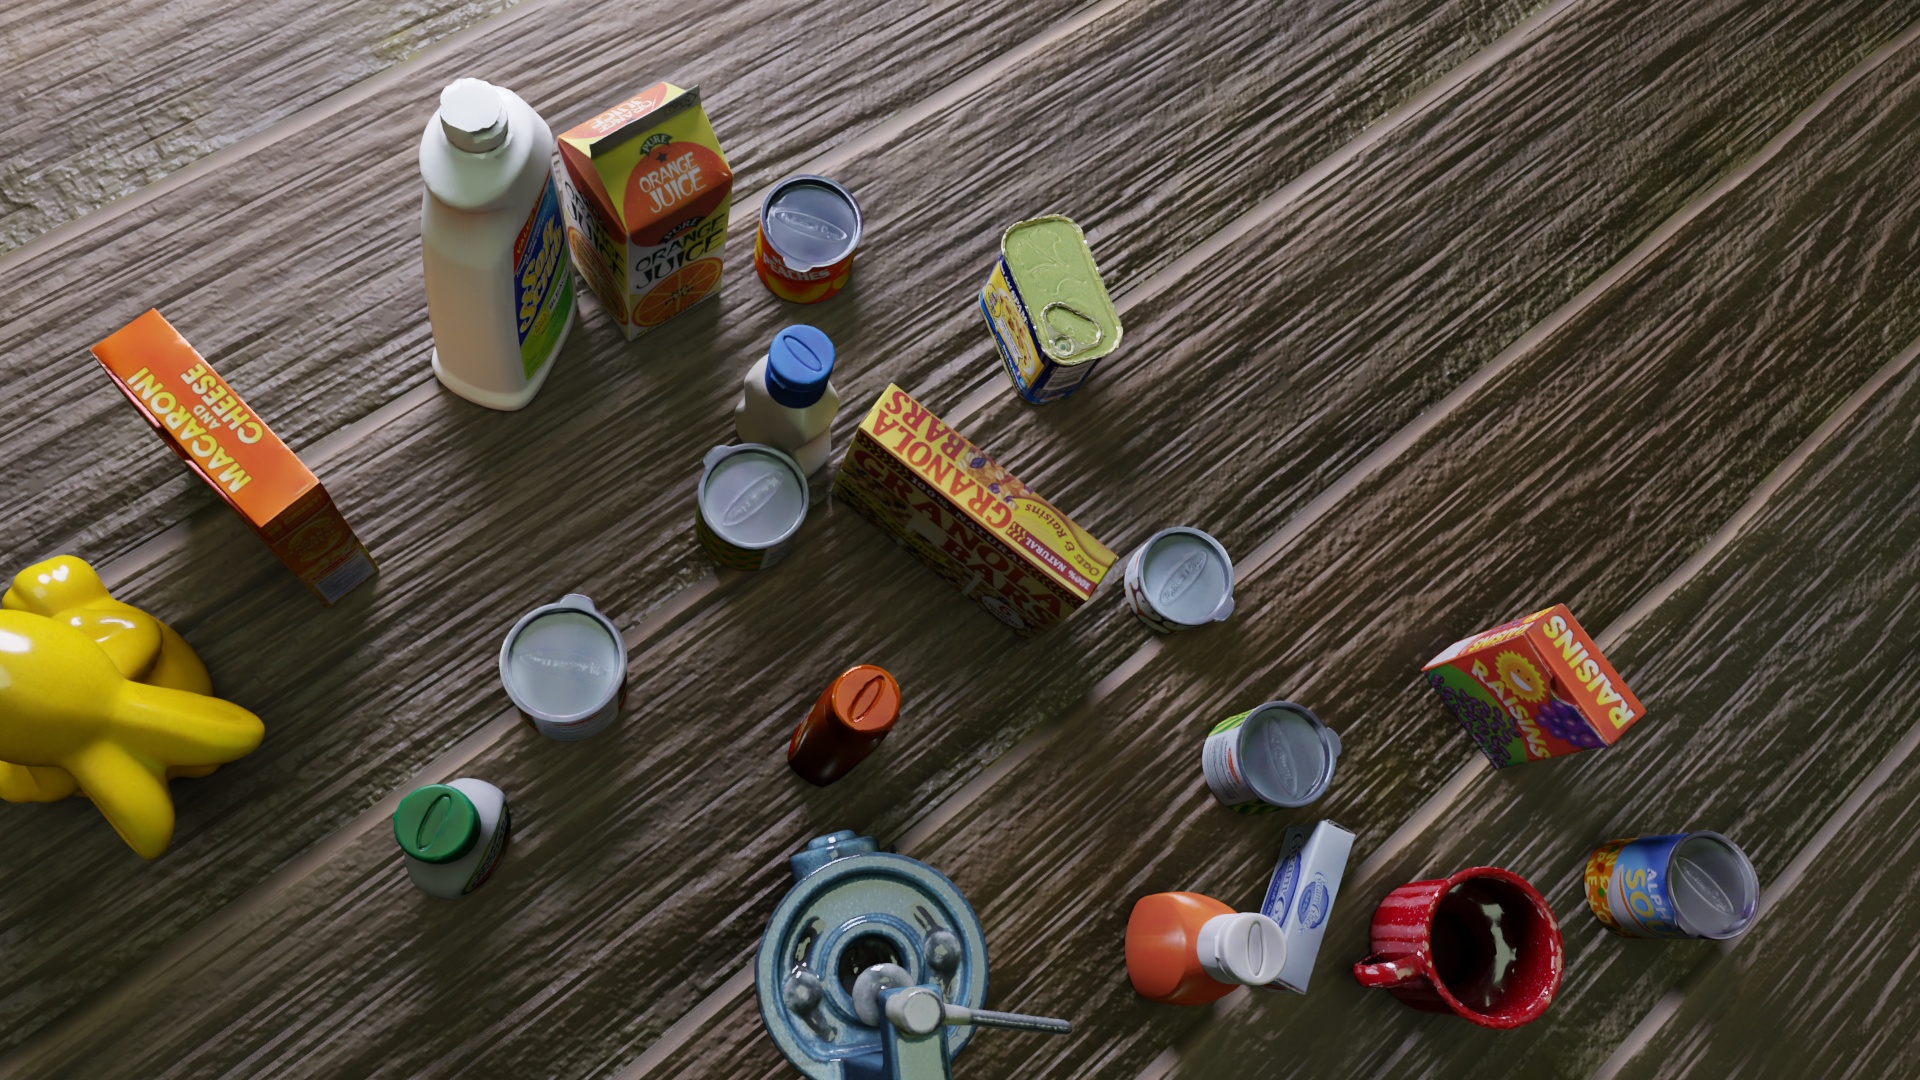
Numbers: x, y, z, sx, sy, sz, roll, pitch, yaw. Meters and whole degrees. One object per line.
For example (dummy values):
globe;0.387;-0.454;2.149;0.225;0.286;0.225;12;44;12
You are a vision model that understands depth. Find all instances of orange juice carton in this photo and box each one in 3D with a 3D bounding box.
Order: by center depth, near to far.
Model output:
orange juice carton;-0.186;-0.199;0.821;0.072;0.192;0.073;-35;84;-19

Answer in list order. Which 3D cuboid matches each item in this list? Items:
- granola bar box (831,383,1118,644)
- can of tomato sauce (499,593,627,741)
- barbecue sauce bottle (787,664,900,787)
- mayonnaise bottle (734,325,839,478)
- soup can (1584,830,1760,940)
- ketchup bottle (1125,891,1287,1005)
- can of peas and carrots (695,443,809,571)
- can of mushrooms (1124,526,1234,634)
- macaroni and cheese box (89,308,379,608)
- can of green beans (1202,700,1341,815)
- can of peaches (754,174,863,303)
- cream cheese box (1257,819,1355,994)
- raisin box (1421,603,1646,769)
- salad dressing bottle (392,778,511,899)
granola bar box;0.003;-0.011;0.845;0.165;0.124;0.039;37;70;0
can of tomato sauce;-0.223;0.074;0.789;0.071;0.083;0.071;4;73;-12
barbecue sauce bottle;-0.063;0.101;0.783;0.043;0.148;0.065;36;70;-1
mayonnaise bottle;-0.101;-0.082;0.830;0.065;0.147;0.041;44;70;2
soup can;0.457;0.226;0.900;0.071;0.083;0.071;4;73;-12
ketchup bottle;0.137;0.232;0.790;0.043;0.148;0.065;6;73;-11
can of peas and carrots;-0.131;-0.021;0.852;0.071;0.058;0.071;4;73;-12
can of mushrooms;0.145;0.029;0.914;0.071;0.033;0.071;4;73;-12
macaroni and cheese box;-0.380;-0.036;0.742;0.124;0.166;0.040;46;70;3
can of green beans;0.194;0.139;0.880;0.071;0.057;0.071;4;73;-12
can of peaches;-0.101;-0.195;0.911;0.071;0.058;0.071;4;73;-12
cream cheese box;0.208;0.226;0.859;0.024;0.053;0.104;26;70;-4
raisin box;0.366;0.097;0.897;0.040;0.123;0.086;-33;83;-19
salad dressing bottle;-0.264;0.153;0.722;0.044;0.147;0.064;24;71;-5
